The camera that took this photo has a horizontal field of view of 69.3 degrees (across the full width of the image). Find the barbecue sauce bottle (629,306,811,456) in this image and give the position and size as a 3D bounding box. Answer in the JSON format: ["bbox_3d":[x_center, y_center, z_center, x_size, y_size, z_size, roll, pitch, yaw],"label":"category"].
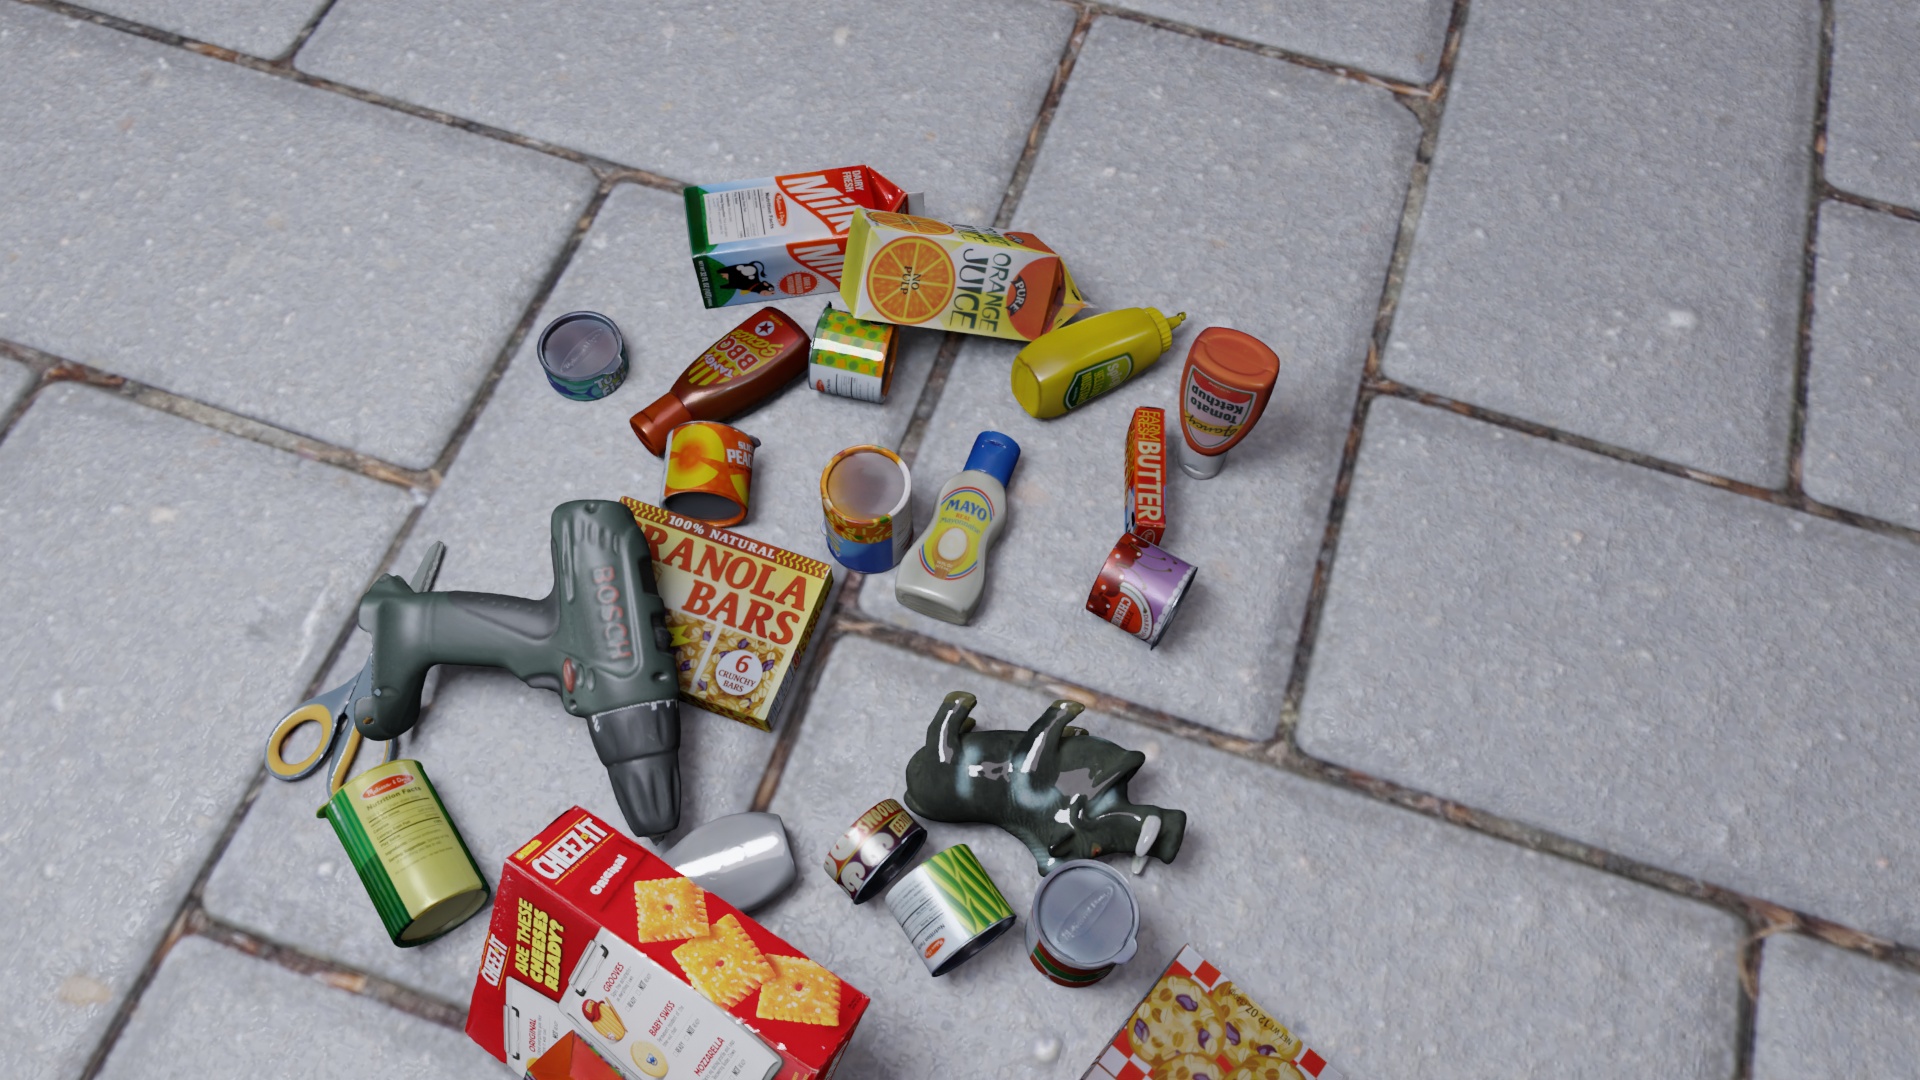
[{"bbox_3d":[-0.187,-0.122,1.083,0.149,0.043,0.065,-39,56,-18],"label":"barbecue sauce bottle"}]

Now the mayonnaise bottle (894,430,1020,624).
[{"bbox_3d":[0.004,-0.013,1.037,0.065,0.041,0.149,18,65,9],"label":"mayonnaise bottle"}]

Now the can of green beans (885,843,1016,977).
[{"bbox_3d":[-0.007,0.238,0.898,0.071,0.071,0.058,-31,68,-16],"label":"can of green beans"}]

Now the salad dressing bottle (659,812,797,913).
[{"bbox_3d":[-0.183,0.224,0.912,0.148,0.044,0.064,-17,72,-9],"label":"salad dressing bottle"}]

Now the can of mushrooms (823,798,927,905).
[{"bbox_3d":[-0.055,0.202,0.912,0.071,0.070,0.033,-41,70,-19],"label":"can of mushrooms"}]

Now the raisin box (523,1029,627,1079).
[{"bbox_3d":[-0.220,0.353,0.802,0.086,0.122,0.040,36,35,14],"label":"raisin box"}]

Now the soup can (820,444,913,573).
[{"bbox_3d":[-0.070,-0.023,1.016,0.071,0.083,0.071,1,64,-1],"label":"soup can"}]

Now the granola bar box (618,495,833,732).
[{"bbox_3d":[-0.190,0.052,0.997,0.166,0.039,0.124,18,68,7],"label":"granola bar box"}]

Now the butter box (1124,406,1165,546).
[{"bbox_3d":[0.139,-0.045,1.051,0.024,0.053,0.104,5,64,-2],"label":"butter box"}]

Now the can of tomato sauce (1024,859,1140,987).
[{"bbox_3d":[0.078,0.247,0.886,0.071,0.082,0.071,1,64,-1],"label":"can of tomato sauce"}]

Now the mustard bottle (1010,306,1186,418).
[{"bbox_3d":[0.117,-0.150,1.098,0.161,0.065,0.049,-26,63,-18],"label":"mustard bottle"}]

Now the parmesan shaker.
[{"bbox_3d":[-0.361,0.204,0.902,0.071,0.071,0.103,-32,69,-16],"label":"parmesan shaker"}]

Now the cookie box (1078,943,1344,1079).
[{"bbox_3d":[0.136,0.357,0.857,0.123,0.040,0.168,38,68,16],"label":"cookie box"}]

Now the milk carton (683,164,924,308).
[{"bbox_3d":[-0.123,-0.250,1.135,0.191,0.072,0.074,-9,64,-5],"label":"milk carton"}]

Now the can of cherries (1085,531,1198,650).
[{"bbox_3d":[0.129,0.037,1.002,0.058,0.071,0.072,29,66,12],"label":"can of cherries"}]

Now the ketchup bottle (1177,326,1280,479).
[{"bbox_3d":[0.190,-0.096,1.025,0.065,0.148,0.044,27,66,12],"label":"ketchup bottle"}]

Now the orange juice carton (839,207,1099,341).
[{"bbox_3d":[0.009,-0.205,1.089,0.193,0.072,0.072,5,23,-17],"label":"orange juice carton"}]

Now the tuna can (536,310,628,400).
[{"bbox_3d":[-0.295,-0.144,1.097,0.071,0.032,0.071,1,64,-1],"label":"tuna can"}]

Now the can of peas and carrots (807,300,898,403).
[{"bbox_3d":[-0.083,-0.147,1.087,0.059,0.070,0.071,12,64,3],"label":"can of peas and carrots"}]

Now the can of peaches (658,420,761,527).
[{"bbox_3d":[-0.186,-0.048,1.034,0.071,0.071,0.058,3,64,-1],"label":"can of peaches"}]
